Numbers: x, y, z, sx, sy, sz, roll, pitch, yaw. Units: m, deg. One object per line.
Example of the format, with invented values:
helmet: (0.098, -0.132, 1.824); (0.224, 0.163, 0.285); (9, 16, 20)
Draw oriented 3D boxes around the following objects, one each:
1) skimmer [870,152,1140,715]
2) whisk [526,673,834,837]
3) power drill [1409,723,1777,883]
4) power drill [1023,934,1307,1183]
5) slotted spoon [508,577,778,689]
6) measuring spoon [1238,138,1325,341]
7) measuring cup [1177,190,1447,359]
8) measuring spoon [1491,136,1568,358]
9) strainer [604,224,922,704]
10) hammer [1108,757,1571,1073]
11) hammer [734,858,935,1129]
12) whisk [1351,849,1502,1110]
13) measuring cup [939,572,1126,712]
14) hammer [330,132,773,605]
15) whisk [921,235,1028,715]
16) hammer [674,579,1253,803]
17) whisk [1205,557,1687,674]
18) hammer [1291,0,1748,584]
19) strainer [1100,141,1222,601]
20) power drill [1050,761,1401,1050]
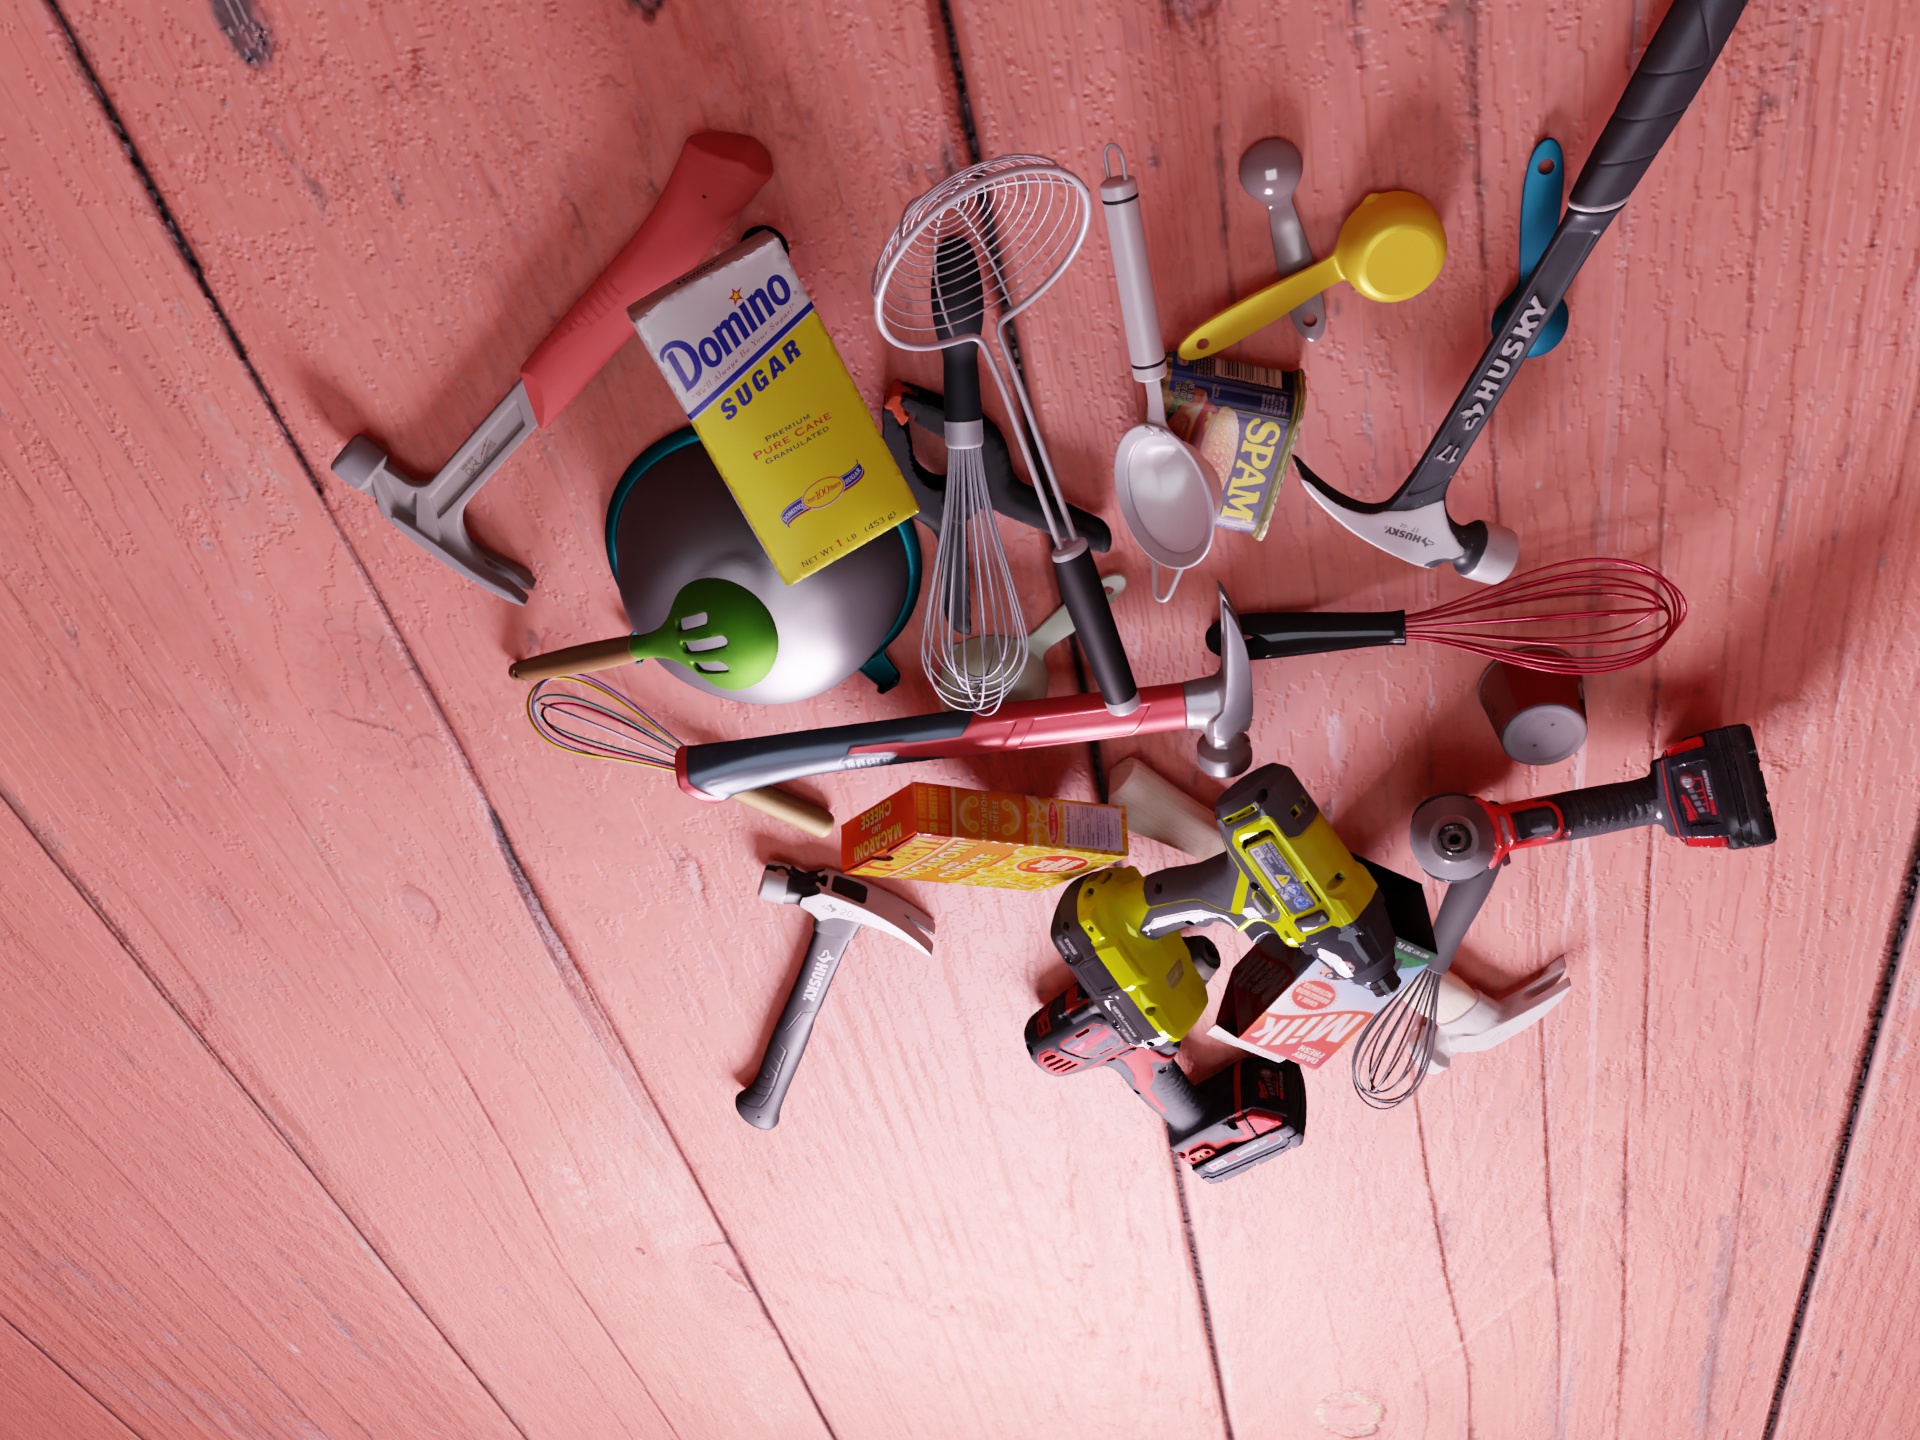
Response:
skimmer: (0.054, -0.136, 0.889); (0.127, 0.090, 0.363); (-28, 123, -8)
whisk: (-0.203, 0.034, 1.165); (0.244, 0.047, 0.051); (26, 128, -20)
power drill: (0.411, 0.063, 1.060); (0.219, 0.078, 0.143); (-12, 173, 16)
power drill: (0.189, 0.273, 1.311); (0.226, 0.080, 0.188); (39, 124, -21)
slotted spoon: (-0.218, -0.042, 1.018); (0.314, 0.031, 0.070); (-5, 111, 50)
measuring spoon: (0.183, -0.260, 0.878); (0.034, 0.018, 0.124); (-14, 129, 17)
measuring cup: (0.193, -0.234, 0.877); (0.156, 0.029, 0.062); (-26, 130, 14)
measuring spoon: (0.316, -0.252, 0.867); (0.042, 0.021, 0.128); (-3, 132, 9)
strainer: (-0.128, -0.127, 0.979); (0.211, 0.095, 0.340); (7, 133, 0)
hammer: (0.280, 0.139, 1.207); (0.410, 0.038, 0.146); (33, 125, -21)
hammer: (-0.130, 0.248, 1.349); (0.146, 0.035, 0.334); (17, 131, -7)
whisk: (0.351, 0.182, 1.177); (0.055, 0.055, 0.239); (18, 103, -10)
measuring cup: (0.051, -0.041, 1.071); (0.083, 0.038, 0.167); (35, 128, -22)
hammer: (-0.229, -0.211, 0.957); (0.149, 0.037, 0.359); (38, 125, -24)
whisk: (0.003, -0.138, 0.940); (0.070, 0.070, 0.284); (-1, 109, 7)
hammer: (-0.002, -0.003, 1.055); (0.386, 0.038, 0.143); (-7, 129, 4)
whisk: (0.305, -0.060, 1.018); (0.296, 0.073, 0.073); (-3, 131, 17)
hammer: (0.318, -0.256, 0.832); (0.149, 0.036, 0.408); (14, 125, -13)
strainer: (0.107, -0.186, 0.868); (0.050, 0.087, 0.258); (-30, 125, -23)
power drill: (0.185, 0.144, 1.111); (0.223, 0.080, 0.171); (-32, 95, 42)
